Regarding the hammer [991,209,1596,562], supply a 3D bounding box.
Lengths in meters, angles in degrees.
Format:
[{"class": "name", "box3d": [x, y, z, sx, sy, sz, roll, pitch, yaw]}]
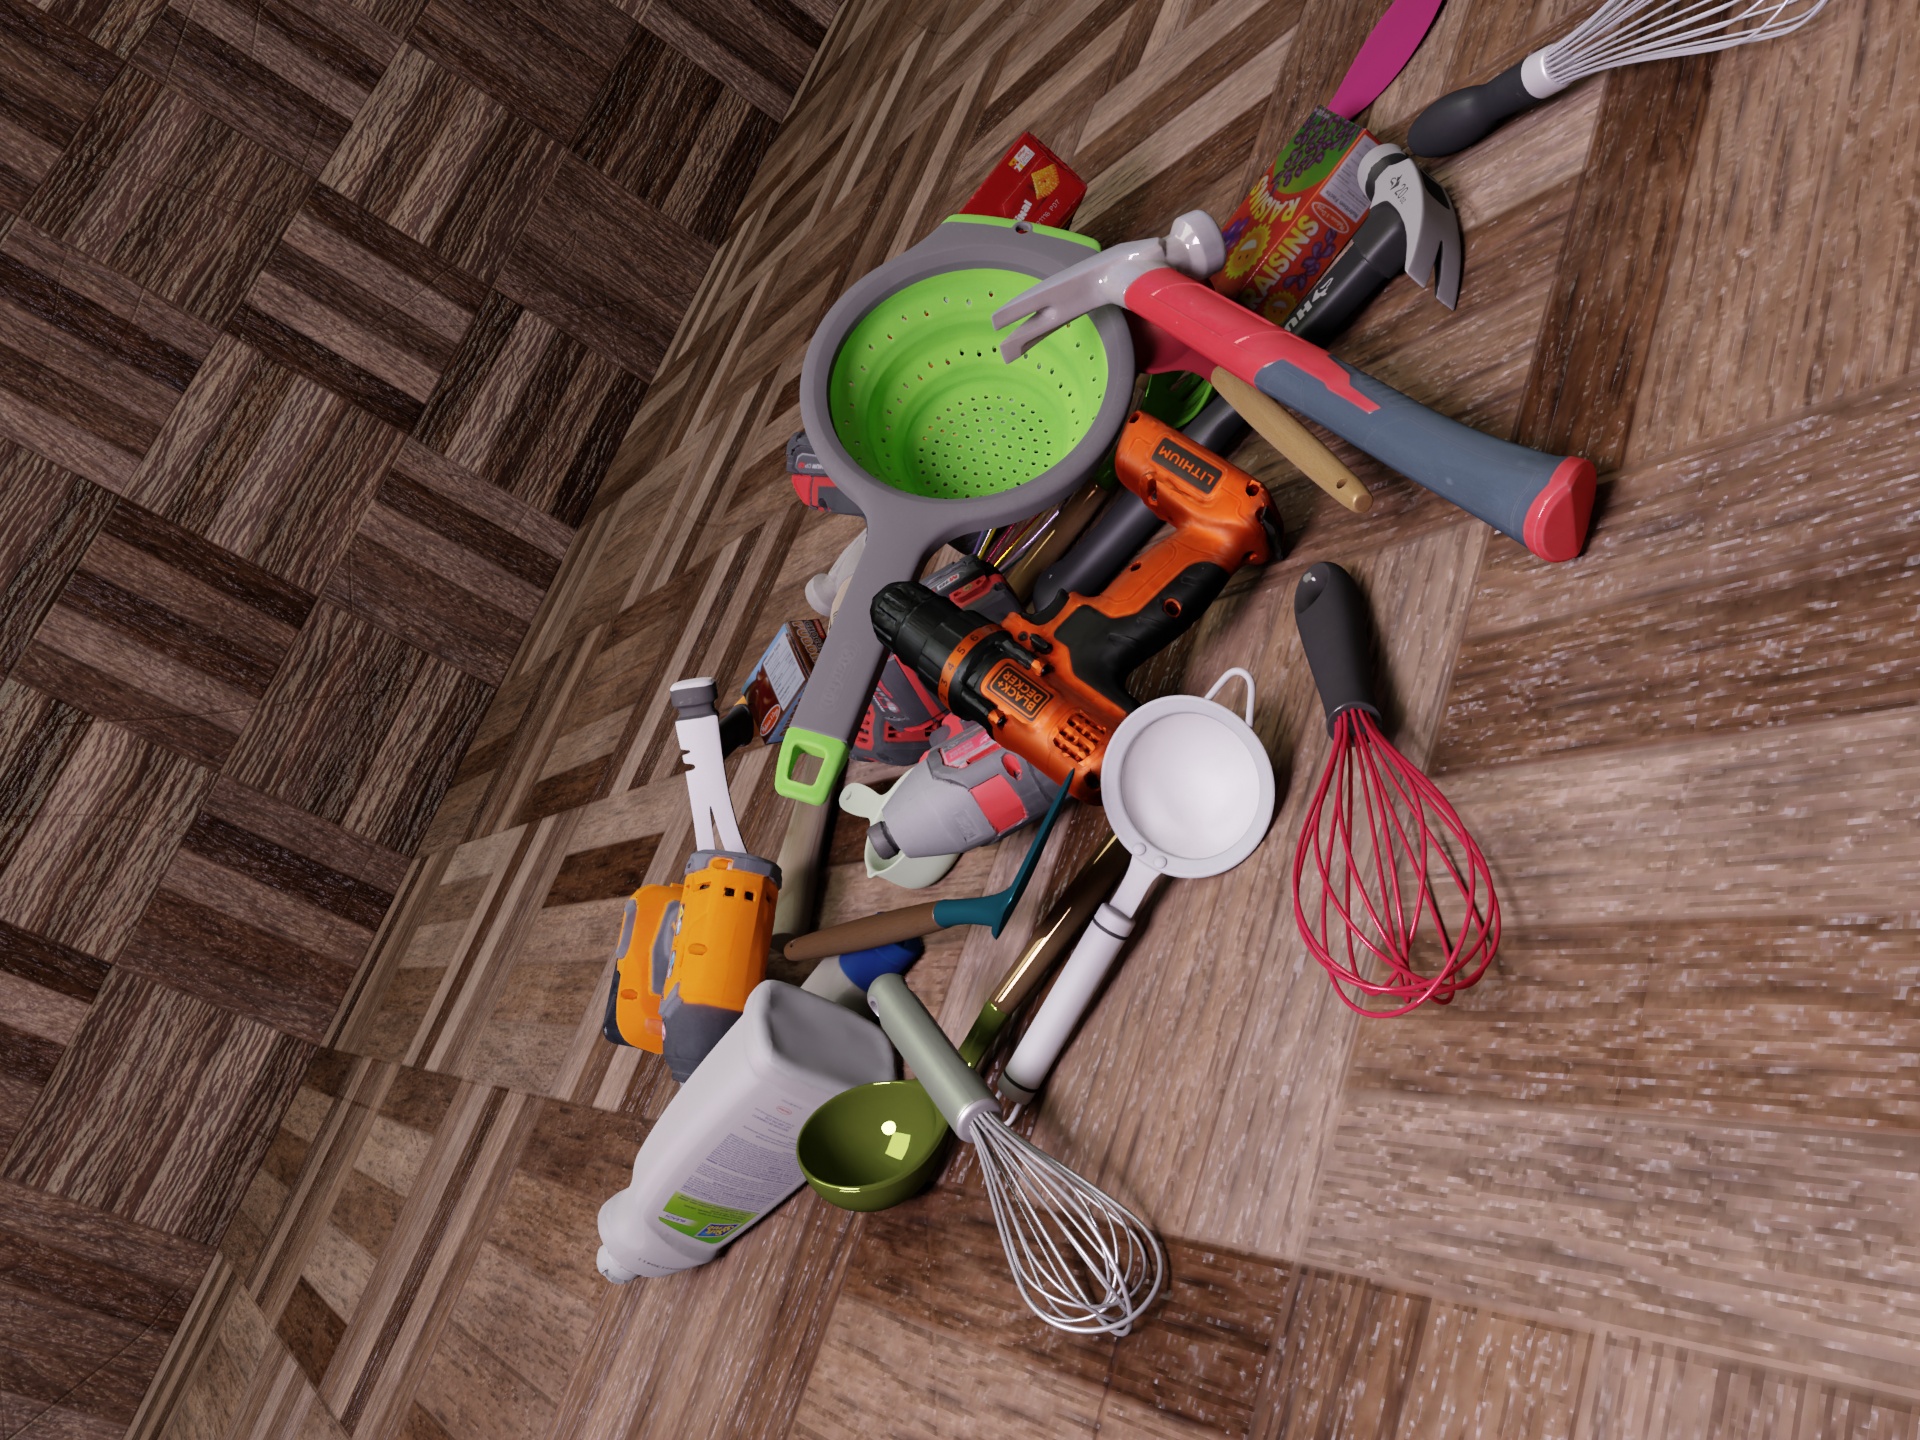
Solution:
[{"class": "hammer", "box3d": [0.152, -0.163, 0.776, 0.143, 0.038, 0.387, -28, 37, -8]}]

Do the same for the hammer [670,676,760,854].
[{"class": "hammer", "box3d": [-0.164, 0.008, 1.232, 0.337, 0.034, 0.127, -75, -23, -80]}]

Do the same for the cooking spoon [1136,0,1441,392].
[{"class": "cooking spoon", "box3d": [0.212, -0.348, 1.029, 0.319, 0.017, 0.069, -55, 23, 11]}]

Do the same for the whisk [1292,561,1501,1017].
[{"class": "whisk", "box3d": [0.166, 0.013, 0.658, 0.073, 0.073, 0.296, -46, 20, 29]}]

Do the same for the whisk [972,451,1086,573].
[{"class": "whisk", "box3d": [0.013, -0.097, 1.126, 0.245, 0.051, 0.047, -53, 3, 26]}]

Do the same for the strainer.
[{"class": "strainer", "box3d": [0.078, 0.089, 0.765, 0.087, 0.050, 0.258, 34, 102, 24]}]

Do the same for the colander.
[{"class": "colander", "box3d": [-0.018, -0.119, 0.966, 0.094, 0.204, 0.397, 69, -141, -65]}]

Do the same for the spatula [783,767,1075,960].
[{"class": "spatula", "box3d": [-0.029, 0.101, 0.866, 0.317, 0.044, 0.082, -24, 32, 54]}]

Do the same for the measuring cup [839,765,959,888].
[{"class": "measuring cup", "box3d": [-0.040, 0.065, 1.039, 0.083, 0.038, 0.168, -62, 21, -5]}]

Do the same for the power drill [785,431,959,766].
[{"class": "power drill", "box3d": [-0.081, -0.088, 1.130, 0.188, 0.080, 0.226, 14, 103, 52]}]

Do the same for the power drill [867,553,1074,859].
[{"class": "power drill", "box3d": [-0.001, -0.003, 0.942, 0.143, 0.078, 0.220, -30, 30, 5]}]

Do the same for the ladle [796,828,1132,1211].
[{"class": "ladle", "box3d": [0.027, 0.121, 0.812, 0.320, 0.062, 0.078, -54, 30, 7]}]

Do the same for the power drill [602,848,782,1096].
[{"class": "power drill", "box3d": [-0.186, 0.181, 1.090, 0.226, 0.084, 0.164, 152, 130, -66]}]

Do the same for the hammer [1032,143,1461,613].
[{"class": "hammer", "box3d": [0.154, -0.173, 0.922, 0.334, 0.035, 0.146, -47, 26, 28]}]

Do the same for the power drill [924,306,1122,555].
[{"class": "power drill", "box3d": [0.043, -0.251, 1.189, 0.226, 0.084, 0.185, -49, 23, 16]}]

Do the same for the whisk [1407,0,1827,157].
[{"class": "whisk", "box3d": [0.306, -0.326, 0.768, 0.070, 0.070, 0.285, -64, 19, -9]}]

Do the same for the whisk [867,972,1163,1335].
[{"class": "whisk", "box3d": [0.013, 0.186, 0.723, 0.059, 0.057, 0.247, -26, 34, -15]}]

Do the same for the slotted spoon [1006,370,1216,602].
[{"class": "slotted spoon", "box3d": [0.077, -0.138, 1.048, 0.313, 0.031, 0.070, -51, 40, 26]}]

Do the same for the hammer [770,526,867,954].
[{"class": "hammer", "box3d": [-0.096, -0.002, 1.232, 0.146, 0.038, 0.411, -38, 32, 39]}]

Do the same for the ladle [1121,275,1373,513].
[{"class": "ladle", "box3d": [0.151, -0.179, 0.856, 0.069, 0.031, 0.316, -50, 29, 17]}]
